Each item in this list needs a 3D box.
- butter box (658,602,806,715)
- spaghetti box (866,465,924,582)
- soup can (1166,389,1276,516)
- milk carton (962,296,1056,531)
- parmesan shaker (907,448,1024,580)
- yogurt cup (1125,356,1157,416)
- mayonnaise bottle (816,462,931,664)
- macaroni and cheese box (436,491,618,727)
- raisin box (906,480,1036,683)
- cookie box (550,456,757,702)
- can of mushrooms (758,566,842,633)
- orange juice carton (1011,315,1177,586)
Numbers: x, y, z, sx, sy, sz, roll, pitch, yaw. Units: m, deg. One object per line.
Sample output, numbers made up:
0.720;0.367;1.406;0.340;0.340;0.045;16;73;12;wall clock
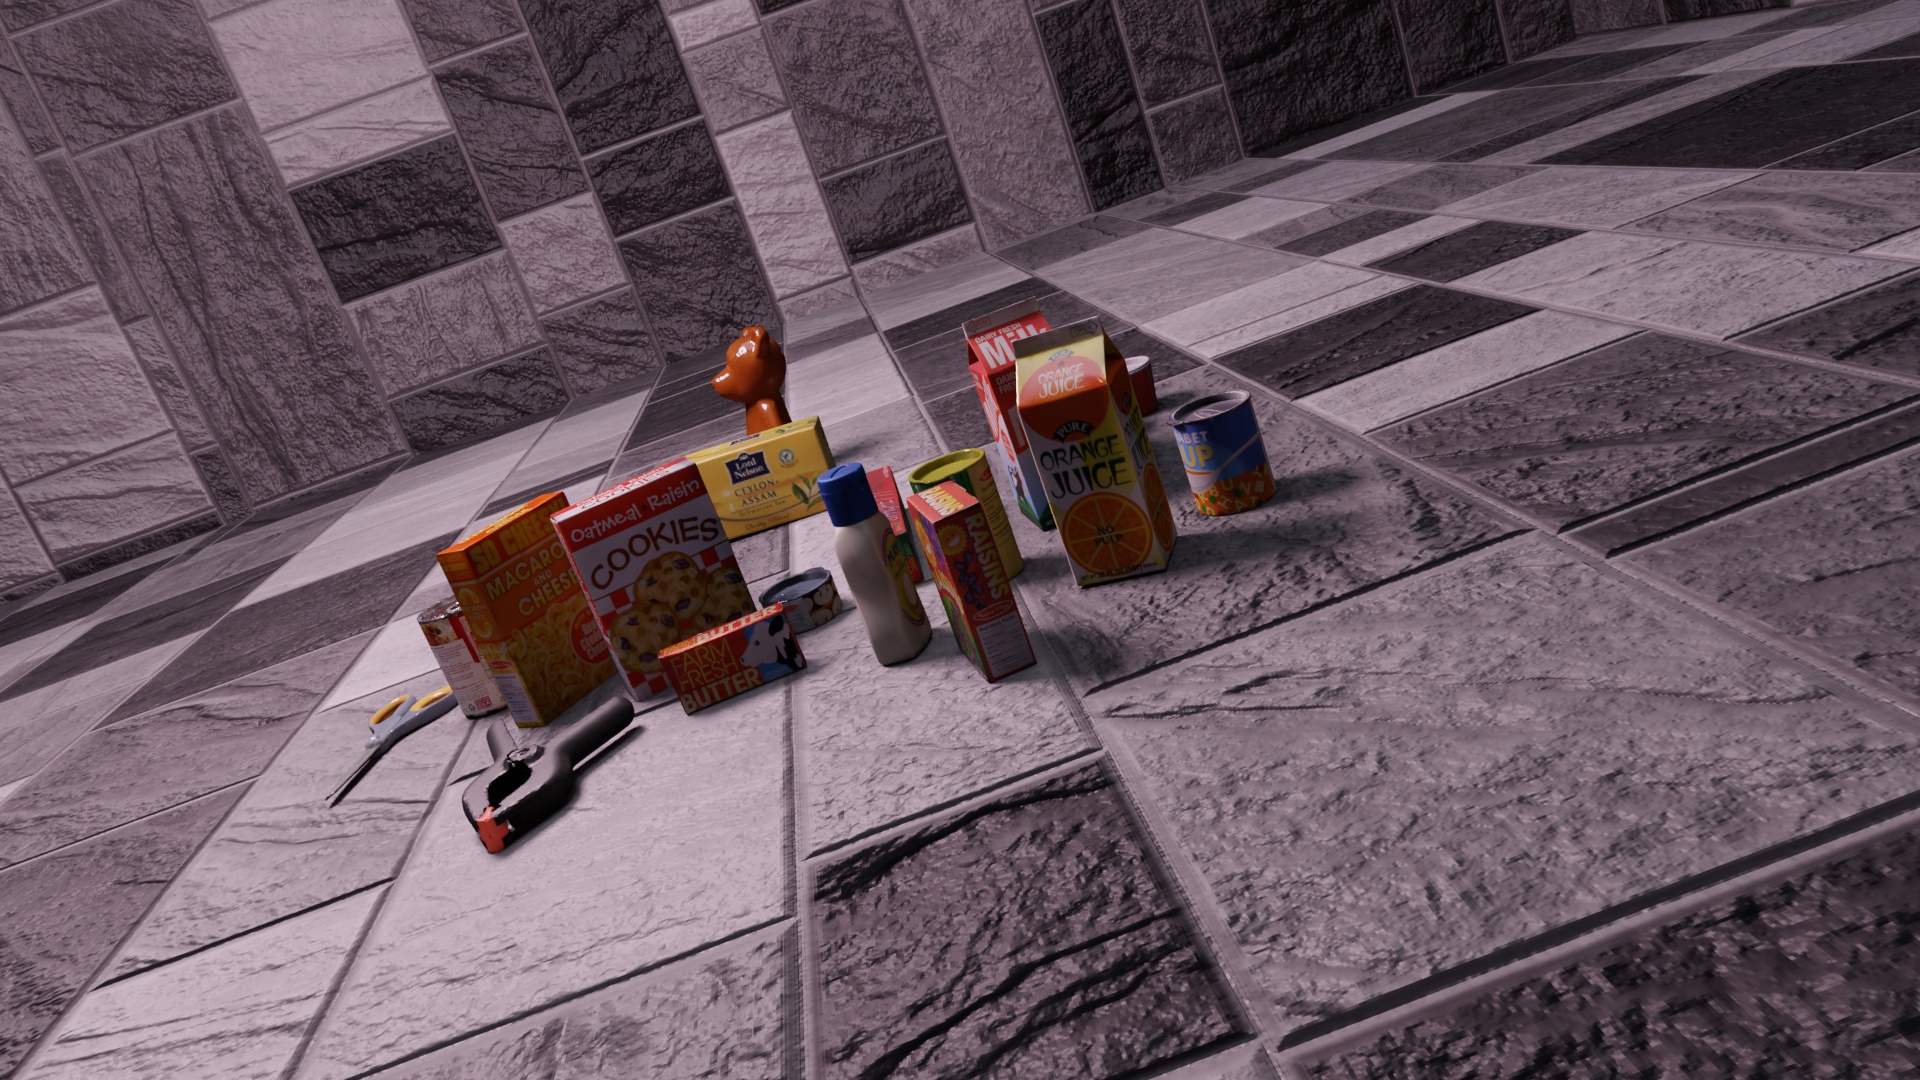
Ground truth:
-0.178;0.092;1.088;0.103;0.053;0.024;-21;17;-6;butter box
-0.064;-0.016;1.301;0.029;0.050;0.251;-20;17;0;spaghetti box
0.208;-0.069;1.111;0.071;0.083;0.071;-18;17;6;soup can
0.064;-0.113;1.219;0.072;0.190;0.073;-22;17;-7;milk carton
0.004;-0.014;1.131;0.071;0.102;0.071;-18;17;6;parmesan shaker
0.175;-0.158;1.467;0.072;0.053;0.072;-18;17;6;yogurt cup
-0.065;0.016;1.040;0.041;0.147;0.065;-14;18;18;mayonnaise bottle
-0.363;0.058;1.200;0.040;0.166;0.124;-8;20;33;macaroni and cheese box
0.007;0.027;0.970;0.040;0.123;0.086;-22;17;-8;raisin box
-0.250;0.031;1.160;0.123;0.167;0.040;-26;18;-21;cookie box
-0.136;0.052;1.198;0.071;0.033;0.071;-18;17;6;can of mushrooms
0.099;-0.069;1.045;0.072;0.192;0.073;-13;18;21;orange juice carton
